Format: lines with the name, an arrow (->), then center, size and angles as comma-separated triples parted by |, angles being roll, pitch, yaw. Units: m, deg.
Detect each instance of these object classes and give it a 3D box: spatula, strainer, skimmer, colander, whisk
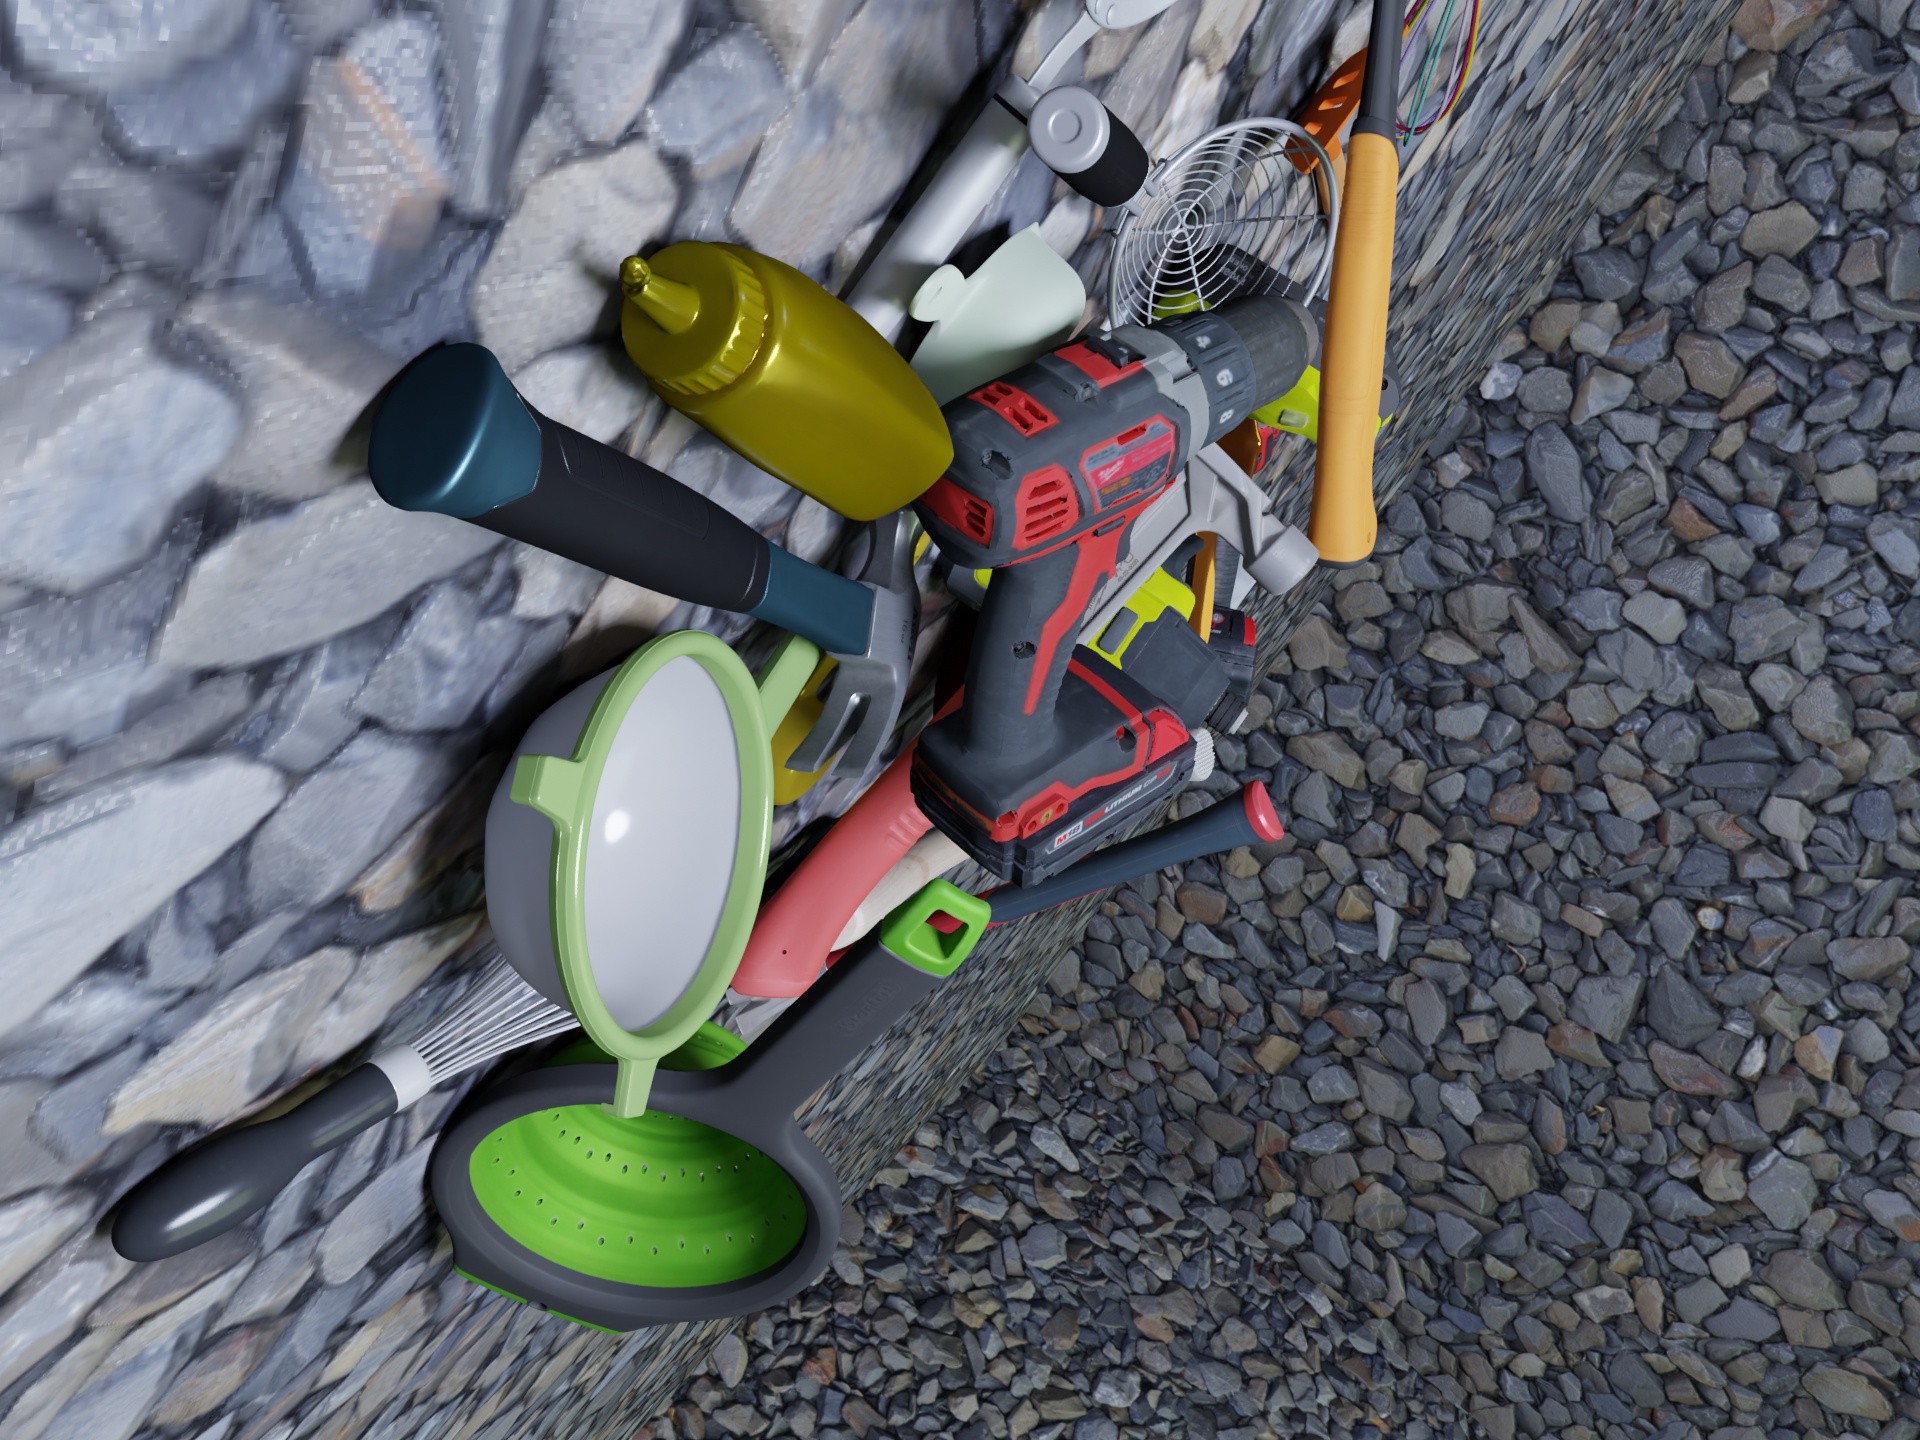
spatula -> 0.218, -0.313, 0.908 | 0.081, 0.041, 0.322 | -55, 168, 12
strainer -> 0.024, -0.206, 0.509 | 0.258, 0.050, 0.087 | -50, 167, 19
skimmer -> 0.092, -0.185, 0.604 | 0.127, 0.090, 0.363 | -55, 177, 18
colander -> -0.112, 0.169, 0.779 | 0.397, 0.204, 0.095 | -46, -156, 33
whisk -> 0.262, -0.399, 0.830 | 0.051, 0.047, 0.244 | -59, 168, -26
whisk -> -0.196, 0.126, 0.629 | 0.284, 0.070, 0.070 | -32, 157, -47
strainer -> -0.112, 0.012, 0.607 | 0.256, 0.069, 0.151 | -64, 154, -52

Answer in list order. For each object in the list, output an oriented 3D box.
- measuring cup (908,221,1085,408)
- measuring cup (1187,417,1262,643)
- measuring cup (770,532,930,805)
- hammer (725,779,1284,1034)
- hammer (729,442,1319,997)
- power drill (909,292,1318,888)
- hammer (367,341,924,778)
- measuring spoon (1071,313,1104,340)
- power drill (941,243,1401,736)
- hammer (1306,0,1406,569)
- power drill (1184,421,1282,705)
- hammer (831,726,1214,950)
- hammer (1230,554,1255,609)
measuring cup -> 0.010, -0.140, 0.572 | 0.083, 0.038, 0.167 | -49, -178, 13
measuring cup -> 0.125, -0.118, 0.930 | 0.095, 0.052, 0.173 | -15, 113, -41
measuring cup -> -0.053, -0.022, 0.772 | 0.156, 0.029, 0.062 | -52, 168, 15
hammer -> 0.023, 0.118, 0.997 | 0.386, 0.038, 0.143 | -24, 177, 35
hammer -> -0.001, -0.002, 0.782 | 0.359, 0.149, 0.037 | -47, -175, 12
power drill -> 0.061, -0.059, 0.649 | 0.188, 0.080, 0.226 | -30, 142, -30
hammer -> -0.077, -0.053, 0.521 | 0.331, 0.033, 0.128 | 19, 78, -72
measuring spoon -> 0.037, -0.155, 0.683 | 0.034, 0.018, 0.124 | -48, -175, -11
power drill -> 0.121, -0.114, 0.824 | 0.223, 0.171, 0.080 | -55, 172, -2
hammer -> 0.175, -0.221, 0.689 | 0.127, 0.034, 0.336 | -42, 138, -49
power drill -> 0.165, -0.125, 1.020 | 0.143, 0.078, 0.220 | 41, 59, -79
hammer -> 0.012, 0.065, 1.010 | 0.410, 0.146, 0.038 | -22, 108, -54
hammer -> 0.137, -0.049, 1.188 | 0.405, 0.035, 0.144 | -33, 158, -55
